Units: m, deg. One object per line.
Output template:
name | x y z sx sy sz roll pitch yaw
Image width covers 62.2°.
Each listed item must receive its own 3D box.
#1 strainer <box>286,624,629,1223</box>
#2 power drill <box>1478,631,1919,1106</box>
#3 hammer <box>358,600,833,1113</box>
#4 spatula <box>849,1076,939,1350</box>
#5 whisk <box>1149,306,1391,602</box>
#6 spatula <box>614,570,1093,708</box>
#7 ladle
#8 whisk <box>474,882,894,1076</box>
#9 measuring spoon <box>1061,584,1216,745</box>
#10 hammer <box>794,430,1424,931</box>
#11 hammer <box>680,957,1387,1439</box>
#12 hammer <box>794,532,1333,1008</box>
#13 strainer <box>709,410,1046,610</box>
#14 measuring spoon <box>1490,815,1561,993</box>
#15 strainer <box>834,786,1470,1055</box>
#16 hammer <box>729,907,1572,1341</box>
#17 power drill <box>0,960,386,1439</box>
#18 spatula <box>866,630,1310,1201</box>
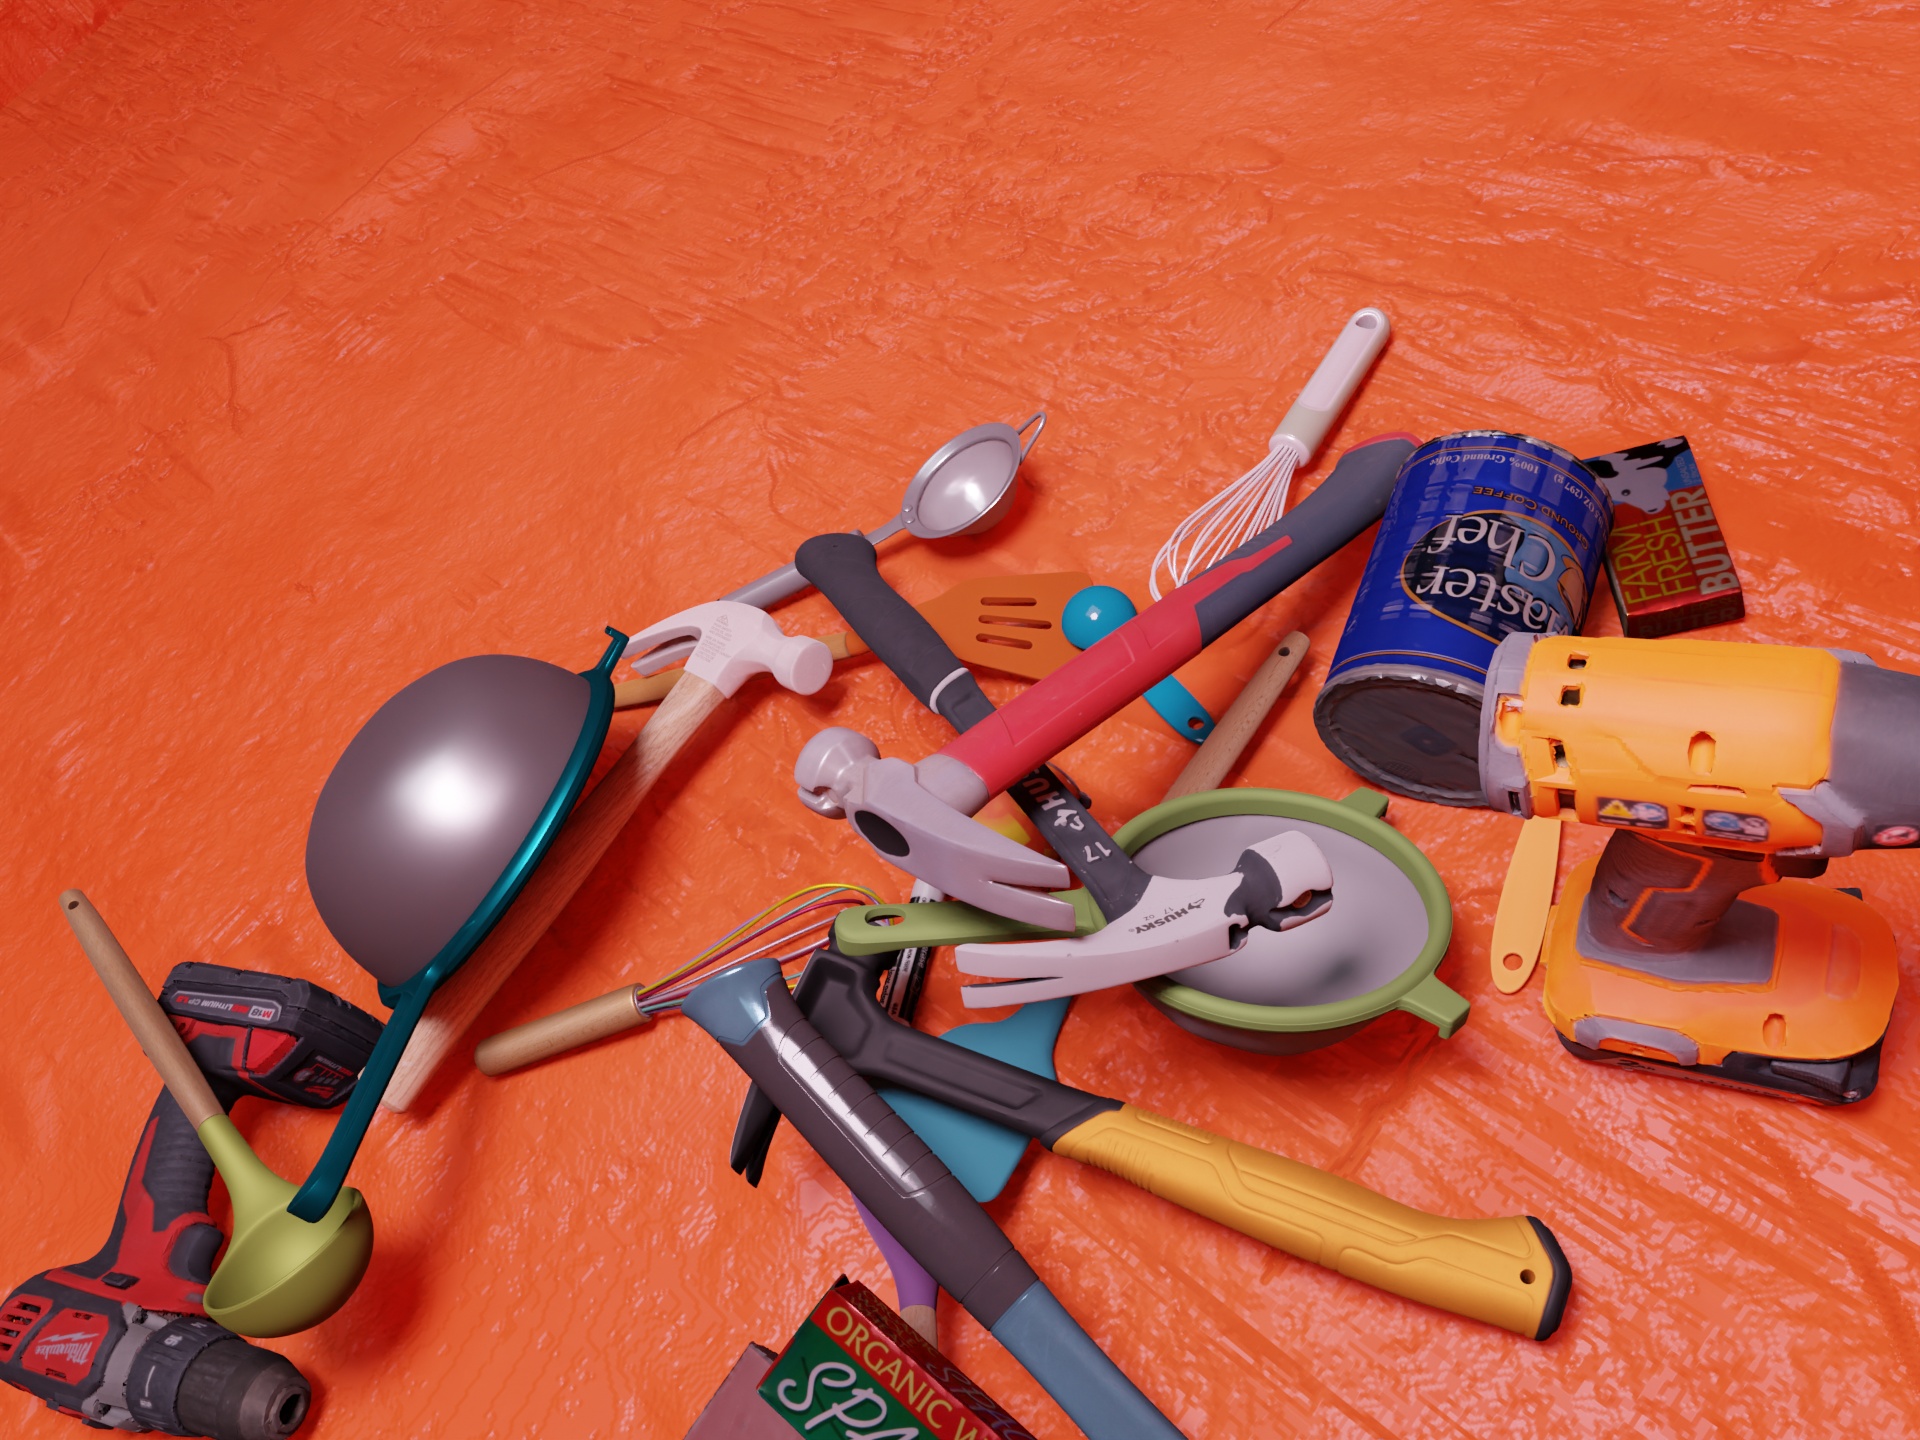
strainer | -0.290 0.083 0.802 0.211 0.095 0.341 -37 27 34
power drill | 0.275 0.054 0.549 0.164 0.226 0.084 6 59 29
hammer | -0.212 0.068 0.875 0.130 0.031 0.331 24 71 39
spatula | -0.019 0.260 0.632 0.059 0.018 0.316 5 40 -8
whisk | 0.174 -0.141 0.863 0.058 0.059 0.246 24 64 24
spatula | -0.080 -0.034 0.922 0.322 0.041 0.081 -11 51 24
ladle | -0.386 0.177 0.787 0.078 0.062 0.320 -36 56 -23
whisk | -0.146 0.134 0.816 0.245 0.047 0.051 -21 51 14
measuring spoon | 0.095 -0.033 0.832 0.042 0.021 0.129 -27 49 -13
hammer | 0.114 -0.040 0.721 0.143 0.038 0.386 24 45 39
hammer | 0.012 0.213 0.611 0.331 0.033 0.128 43 92 19
hammer | -0.001 -0.002 0.759 0.149 0.036 0.409 -19 34 -16
strainer | -0.054 -0.108 0.952 0.258 0.050 0.087 -25 42 15
measuring spoon | 0.251 0.067 0.697 0.021 0.011 0.117 7 63 30
strainer | 0.077 0.101 0.682 0.256 0.069 0.152 -4 34 1
hammer | 0.070 0.181 0.647 0.337 0.034 0.127 15 62 22
power drill | -0.379 0.250 0.821 0.188 0.080 0.227 3 61 25
spatula | 0.075 0.077 0.745 0.082 0.044 0.317 29 74 29
